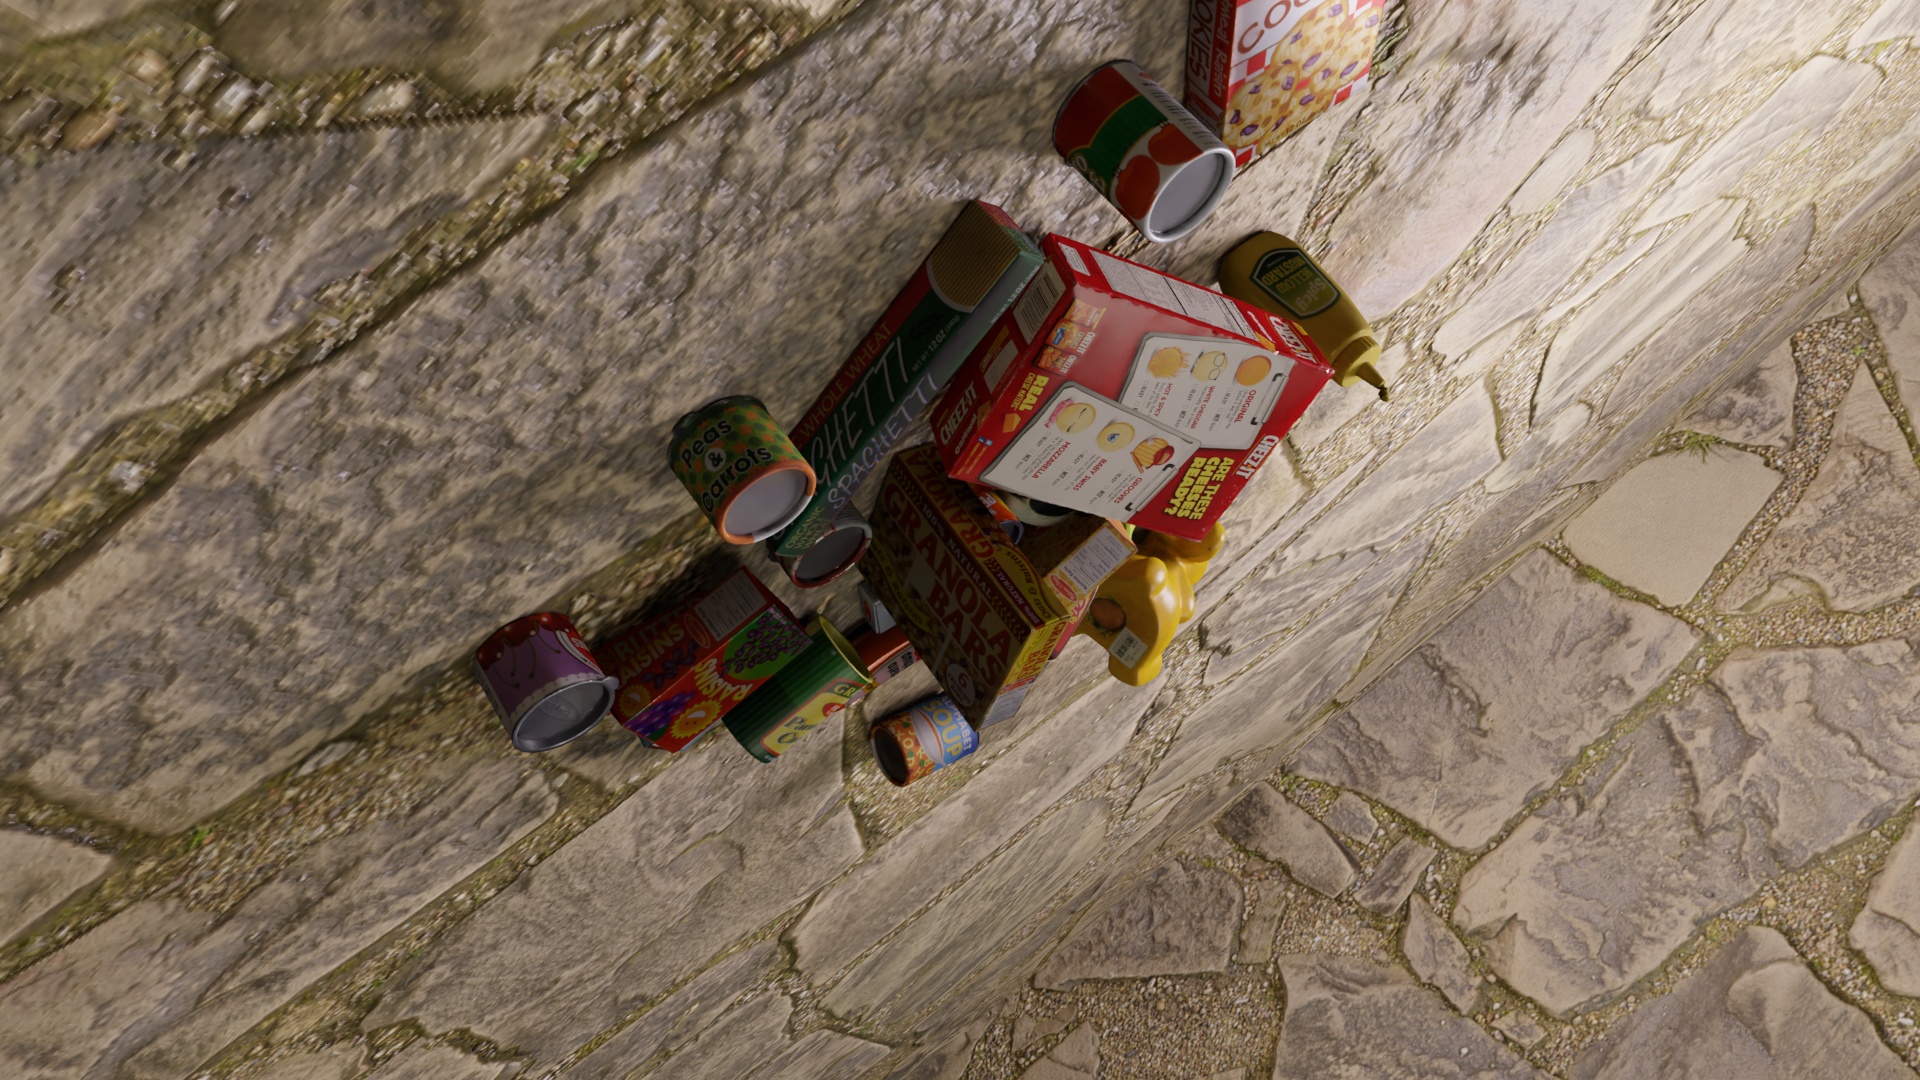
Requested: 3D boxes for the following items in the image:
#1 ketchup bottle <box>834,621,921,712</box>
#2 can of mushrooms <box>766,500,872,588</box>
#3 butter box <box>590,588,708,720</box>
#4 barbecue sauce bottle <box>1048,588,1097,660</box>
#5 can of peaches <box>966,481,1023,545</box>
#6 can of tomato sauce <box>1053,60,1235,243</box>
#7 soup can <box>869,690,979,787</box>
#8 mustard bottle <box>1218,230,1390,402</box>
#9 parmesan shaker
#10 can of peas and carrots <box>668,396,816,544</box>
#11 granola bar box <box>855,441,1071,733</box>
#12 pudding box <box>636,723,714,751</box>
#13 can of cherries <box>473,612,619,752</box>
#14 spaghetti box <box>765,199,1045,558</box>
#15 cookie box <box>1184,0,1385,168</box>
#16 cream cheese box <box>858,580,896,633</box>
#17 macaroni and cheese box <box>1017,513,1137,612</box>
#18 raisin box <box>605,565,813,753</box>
[{"bbox_3d":[-0.088,0.106,1.129,0.149,0.043,0.064,-32,162,-13],"label":"ketchup bottle"},{"bbox_3d":[-0.097,0.001,0.946,0.071,0.033,0.070,-32,155,-17],"label":"can of mushrooms"},{"bbox_3d":[-0.208,0.077,0.935,0.104,0.024,0.053,-31,154,-16],"label":"butter box"},{"bbox_3d":[0.094,0.027,1.192,0.064,0.043,0.149,43,71,-26],"label":"barbecue sauce bottle"},{"bbox_3d":[0.004,-0.013,1.032,0.071,0.058,0.071,-30,154,-16],"label":"can of peaches"},{"bbox_3d":[0.102,-0.217,0.783,0.071,0.083,0.071,-31,154,-17],"label":"can of tomato sauce"},{"bbox_3d":[-0.033,0.187,1.316,0.084,0.071,0.071,-22,151,-31],"label":"soup can"},{"bbox_3d":[0.258,-0.158,1.009,0.065,0.160,0.048,-34,154,-14],"label":"mustard bottle"},{"bbox_3d":[-0.127,0.114,1.063,0.103,0.071,0.071,-39,156,2],"label":"parmesan shaker"},{"bbox_3d":[-0.127,-0.041,0.801,0.071,0.059,0.070,-31,155,-17],"label":"can of peas and carrots"},{"bbox_3d":[-0.004,0.033,0.970,0.039,0.166,0.123,-19,149,-34],"label":"granola bar box"},{"bbox_3d":[-0.194,0.117,1.017,0.083,0.030,0.049,-43,154,9],"label":"pudding box"},{"bbox_3d":[-0.252,0.085,0.847,0.072,0.058,0.071,-30,153,-17],"label":"can of cherries"},{"bbox_3d":[-0.046,-0.091,0.836,0.249,0.050,0.029,-49,152,22],"label":"spaghetti box"},{"bbox_3d":[0.192,-0.305,0.807,0.123,0.040,0.166,-34,155,-11],"label":"cookie box"},{"bbox_3d":[-0.030,0.029,1.099,0.104,0.024,0.053,-31,155,-16],"label":"cream cheese box"},{"bbox_3d":[0.055,0.028,1.113,0.166,0.040,0.124,-42,-160,9],"label":"macaroni and cheese box"},{"bbox_3d":[-0.167,0.080,0.917,0.123,0.040,0.086,-39,156,-4],"label":"raisin box"}]
